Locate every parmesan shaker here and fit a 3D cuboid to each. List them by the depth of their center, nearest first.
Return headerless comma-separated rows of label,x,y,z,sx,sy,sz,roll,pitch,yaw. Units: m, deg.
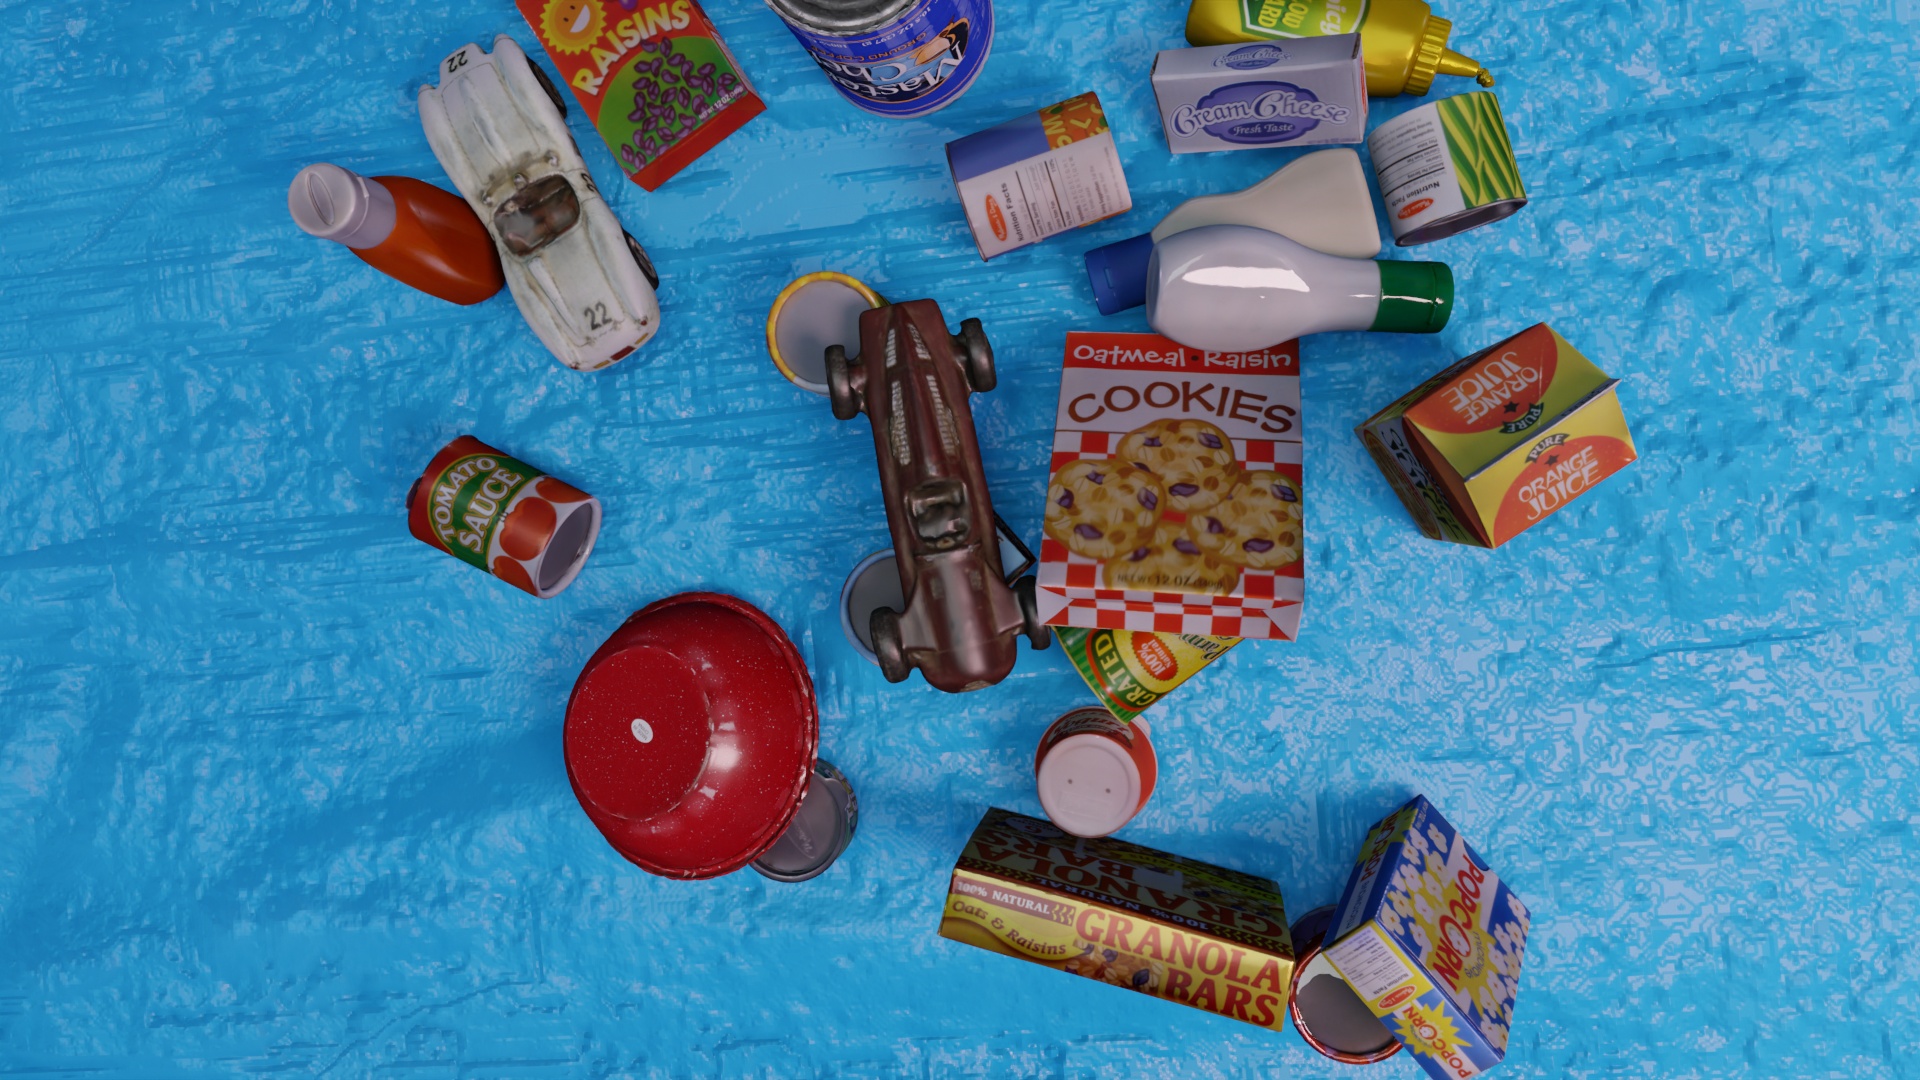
parmesan shaker,0.107,0.038,0.728,0.103,0.071,0.071,-37,85,8

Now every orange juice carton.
orange juice carton,0.244,-0.046,0.643,0.072,0.193,0.073,-34,87,7

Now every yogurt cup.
yogurt cup,0.071,0.126,0.742,0.072,0.054,0.072,0,92,10

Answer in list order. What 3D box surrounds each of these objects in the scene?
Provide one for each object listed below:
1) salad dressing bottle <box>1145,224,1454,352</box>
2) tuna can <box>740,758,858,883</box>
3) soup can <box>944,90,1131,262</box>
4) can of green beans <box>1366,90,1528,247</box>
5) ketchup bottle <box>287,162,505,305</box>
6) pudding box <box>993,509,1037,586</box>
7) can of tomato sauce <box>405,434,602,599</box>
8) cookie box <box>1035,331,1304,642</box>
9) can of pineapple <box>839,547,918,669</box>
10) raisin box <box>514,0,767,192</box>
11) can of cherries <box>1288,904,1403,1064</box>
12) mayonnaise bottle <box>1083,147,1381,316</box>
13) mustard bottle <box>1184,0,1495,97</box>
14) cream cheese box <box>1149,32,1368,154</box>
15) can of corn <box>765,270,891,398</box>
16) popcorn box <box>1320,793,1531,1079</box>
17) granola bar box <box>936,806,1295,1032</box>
salad dressing bottle,0.170,-0.125,0.699,0.148,0.044,0.064,2,125,-2
tuna can,-0.090,0.154,0.778,0.071,0.033,0.071,0,91,9
soup can,0.041,-0.195,0.738,0.084,0.071,0.071,-18,88,8
can of green beans,0.246,-0.188,0.705,0.071,0.071,0.058,-15,88,9
ketchup bottle,-0.300,-0.168,0.748,0.043,0.149,0.064,-24,88,7
pudding box,0.003,-0.009,0.753,0.030,0.049,0.084,-42,84,6
can of tomato sauce,-0.256,-0.013,0.783,0.083,0.071,0.071,25,95,7
cookie box,0.107,-0.032,0.696,0.123,0.040,0.168,3,54,8
can of pineapple,-0.029,0.036,0.754,0.071,0.058,0.071,0,91,9
raisin box,-0.180,-0.274,0.784,0.086,0.040,0.123,-34,87,9
can of cherries,0.199,0.231,0.721,0.071,0.058,0.071,0,91,8
mayonnaise bottle,0.141,-0.157,0.735,0.148,0.041,0.064,-15,95,10
mustard bottle,0.200,-0.264,0.719,0.160,0.049,0.065,19,90,8
cream cheese box,0.154,-0.228,0.712,0.104,0.053,0.024,3,58,23
can of corn,-0.068,-0.113,0.758,0.071,0.058,0.071,0,91,9
popcorn box,0.231,0.192,0.681,0.085,0.127,0.038,48,122,5
granola bar box,0.081,0.186,0.706,0.166,0.124,0.039,13,95,8
